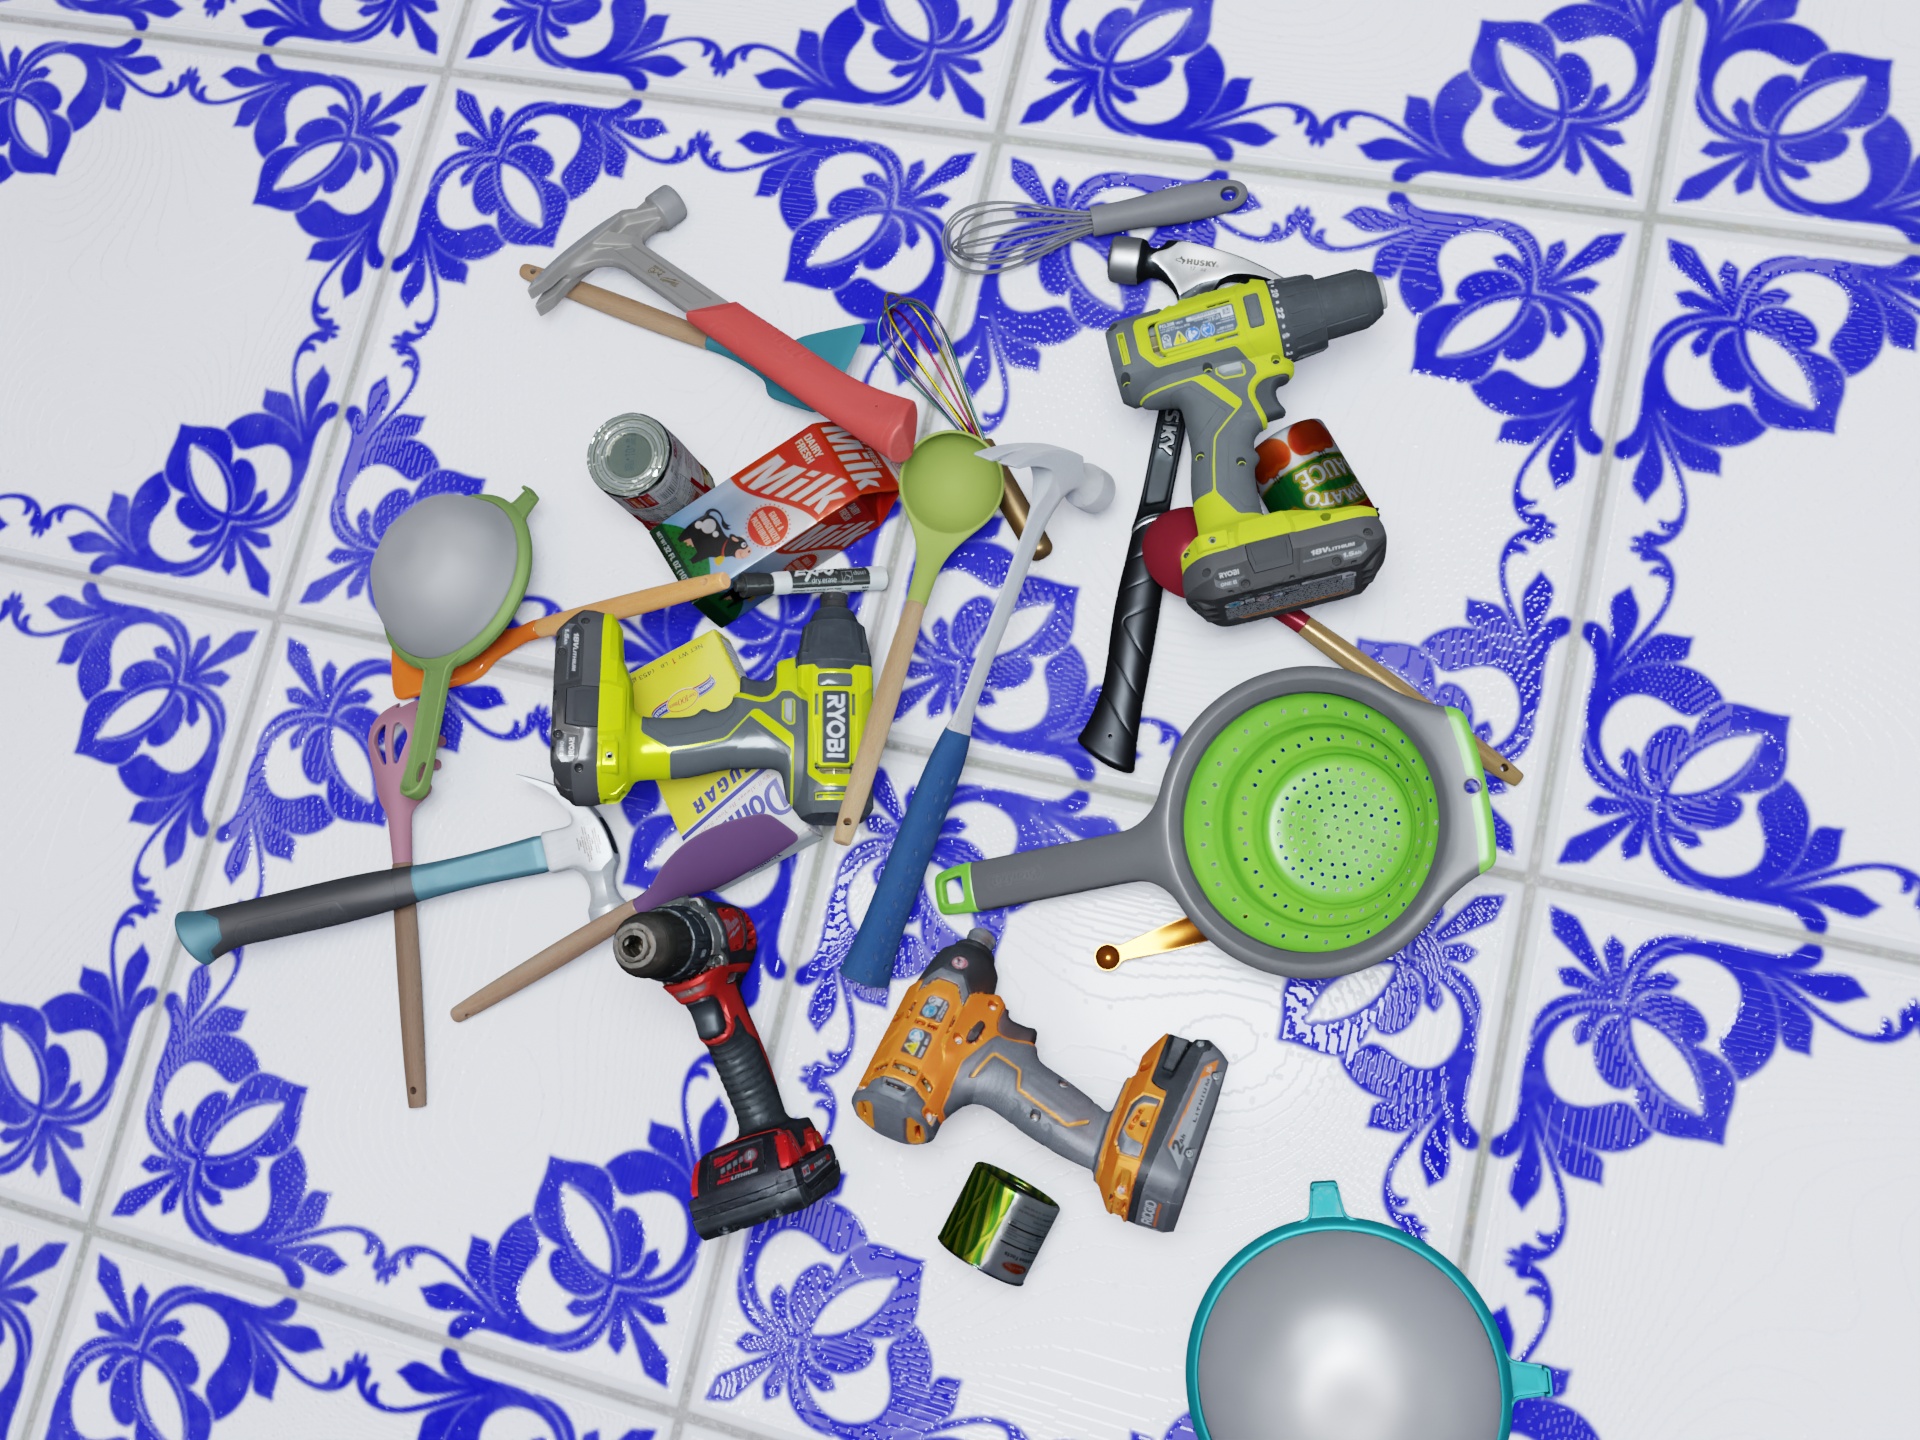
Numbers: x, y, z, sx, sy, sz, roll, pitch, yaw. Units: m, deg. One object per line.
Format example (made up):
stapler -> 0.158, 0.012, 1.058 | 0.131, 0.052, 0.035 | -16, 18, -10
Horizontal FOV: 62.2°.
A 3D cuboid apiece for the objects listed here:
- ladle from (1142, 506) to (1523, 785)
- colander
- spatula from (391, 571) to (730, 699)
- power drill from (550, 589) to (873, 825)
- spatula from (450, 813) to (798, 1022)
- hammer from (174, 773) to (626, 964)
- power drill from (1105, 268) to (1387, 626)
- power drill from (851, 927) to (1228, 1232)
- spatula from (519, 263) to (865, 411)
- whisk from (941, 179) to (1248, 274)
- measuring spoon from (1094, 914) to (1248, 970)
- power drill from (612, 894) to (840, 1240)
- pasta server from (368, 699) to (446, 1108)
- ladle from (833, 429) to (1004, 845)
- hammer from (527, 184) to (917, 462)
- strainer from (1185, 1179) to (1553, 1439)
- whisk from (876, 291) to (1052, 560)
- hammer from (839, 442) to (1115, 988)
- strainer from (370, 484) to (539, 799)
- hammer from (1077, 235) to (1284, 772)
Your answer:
ladle -> 0.263, -0.051, 1.124 | 0.315, 0.031, 0.069 | 37, 86, 6
colander -> 0.172, 0.088, 1.108 | 0.397, 0.094, 0.205 | -14, 76, 26
spatula -> -0.310, -0.077, 1.214 | 0.322, 0.041, 0.081 | -11, 73, 30
power drill -> -0.174, -0.013, 1.142 | 0.223, 0.080, 0.171 | 1, 74, -7
spatula -> -0.256, 0.147, 1.163 | 0.316, 0.059, 0.018 | -31, 46, 18
hammer -> -0.423, 0.127, 1.197 | 0.331, 0.033, 0.128 | -13, 84, -1
power drill -> 0.214, -0.195, 1.086 | 0.190, 0.080, 0.229 | -14, 75, 10
power drill -> 0.060, 0.235, 1.081 | 0.226, 0.084, 0.164 | 18, 52, 14
spatula -> -0.225, -0.320, 1.276 | 0.317, 0.044, 0.082 | 22, 77, 15
whisk -> 0.103, -0.389, 1.230 | 0.239, 0.055, 0.055 | -9, 77, 4
measuring spoon -> 0.151, 0.154, 1.130 | 0.117, 0.011, 0.021 | -18, 77, 3
power drill -> -0.166, 0.228, 1.084 | 0.080, 0.187, 0.227 | -20, 80, 7
pasta server -> -0.426, 0.138, 1.231 | 0.060, 0.040, 0.316 | -8, 81, 9
ladle -> -0.039, -0.064, 1.129 | 0.078, 0.062, 0.320 | 15, 69, 2
hammer -> -0.172, -0.290, 1.213 | 0.149, 0.036, 0.359 | -44, 62, -15
strainer -> 0.206, 0.478, 1.009 | 0.211, 0.095, 0.340 | 40, 87, 15
whisk -> 0.002, -0.227, 1.217 | 0.051, 0.047, 0.245 | -29, 78, 2
hammer -> -0.002, -0.004, 1.125 | 0.035, 0.144, 0.405 | 23, 95, 32
strainer -> -0.413, -0.069, 1.212 | 0.151, 0.069, 0.256 | -8, 66, 26
hammer -> 0.150, -0.162, 1.181 | 0.149, 0.036, 0.409 | 10, 81, 11
